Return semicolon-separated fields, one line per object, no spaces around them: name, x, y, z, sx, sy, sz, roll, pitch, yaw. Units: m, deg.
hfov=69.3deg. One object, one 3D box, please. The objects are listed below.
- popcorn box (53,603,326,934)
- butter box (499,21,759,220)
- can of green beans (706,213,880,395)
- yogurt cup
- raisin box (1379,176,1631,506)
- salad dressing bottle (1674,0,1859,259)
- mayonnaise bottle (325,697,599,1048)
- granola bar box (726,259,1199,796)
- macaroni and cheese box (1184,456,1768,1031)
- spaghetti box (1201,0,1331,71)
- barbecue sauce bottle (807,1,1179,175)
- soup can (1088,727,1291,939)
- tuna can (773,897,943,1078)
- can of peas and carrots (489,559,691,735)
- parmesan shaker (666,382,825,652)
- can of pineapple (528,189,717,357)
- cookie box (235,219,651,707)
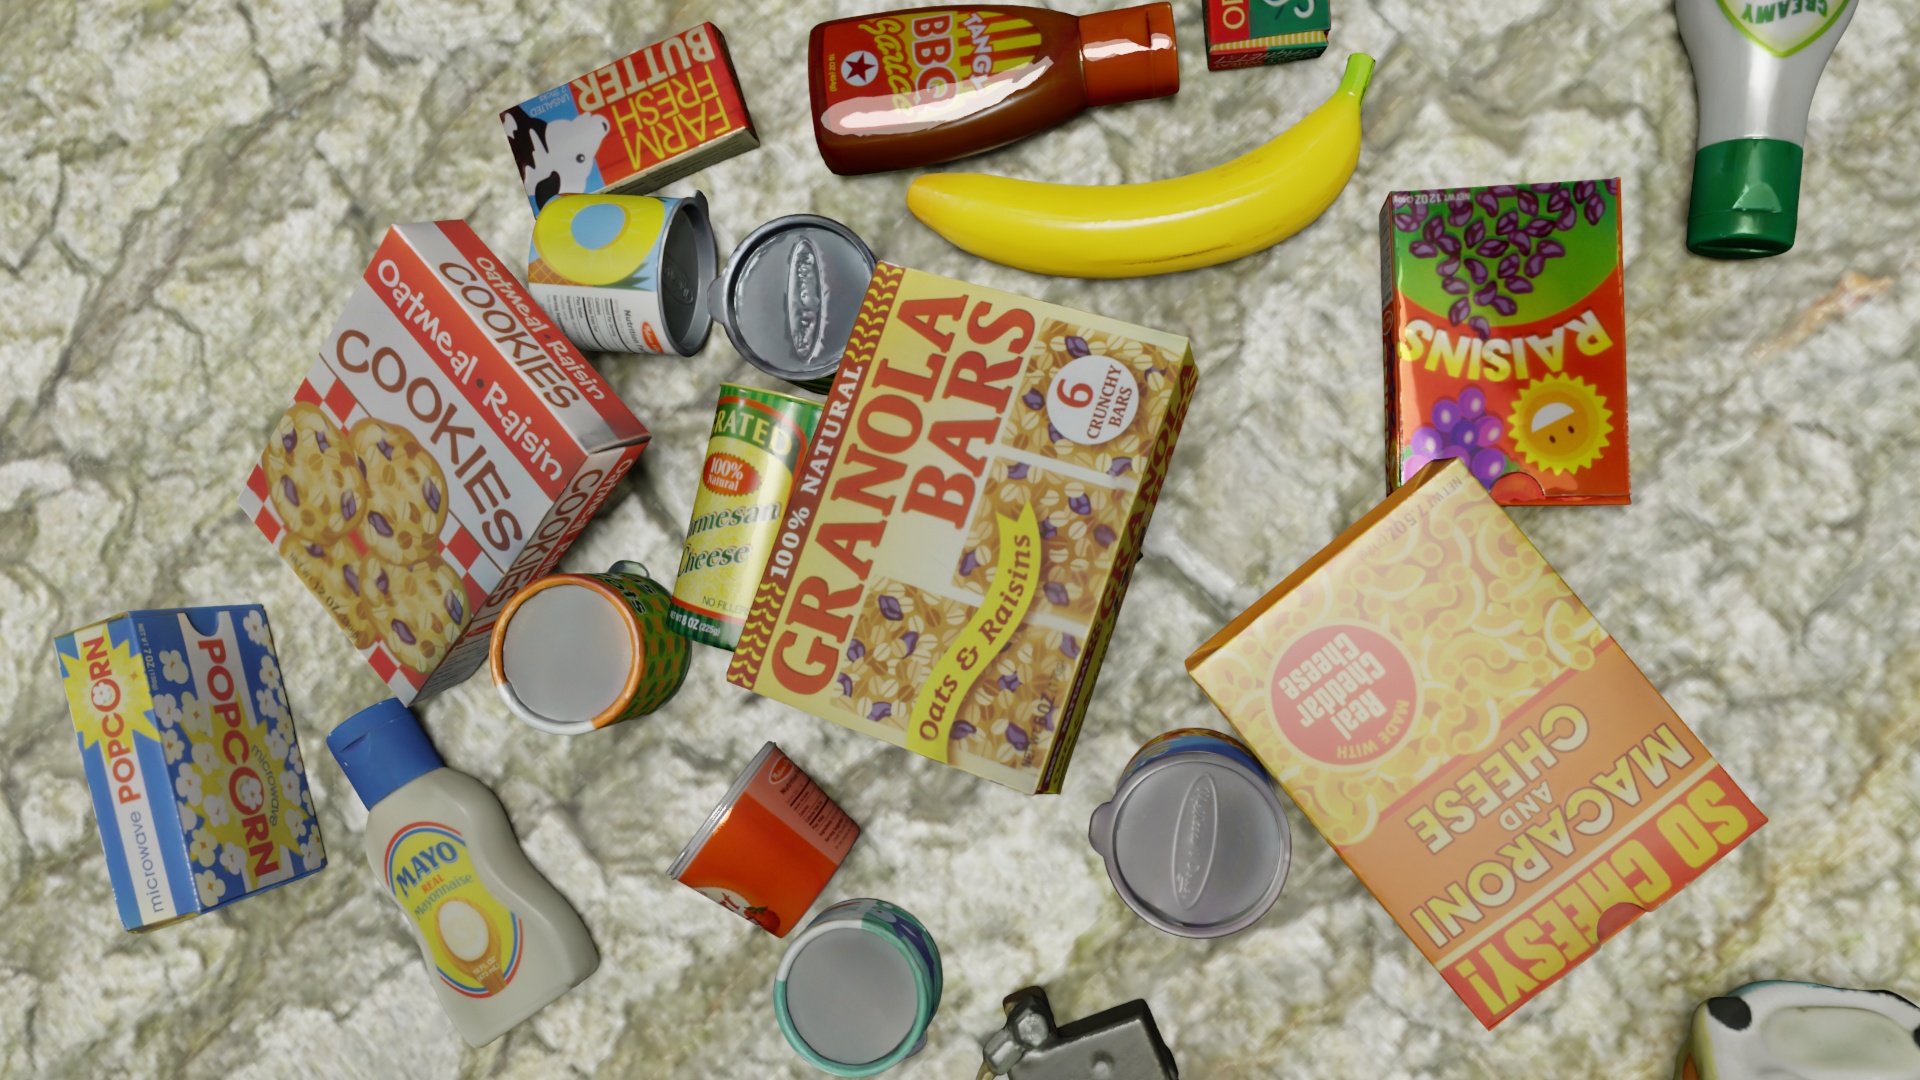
popcorn box;-0.326;0.094;0.594;0.038;0.085;0.126;-16;87;9
butter box;-0.143;-0.180;0.605;0.103;0.024;0.053;-21;86;8
can of green beans;-0.059;-0.095;0.572;0.071;0.058;0.071;0;89;9
yogurt cup;-0.078;0.124;0.567;0.054;0.072;0.072;37;94;0
raisin box;0.210;-0.074;0.541;0.086;0.040;0.123;-1;89;8
salad dressing bottle;0.303;-0.183;0.527;0.064;0.044;0.147;6;90;10
mayonnaise bottle;-0.220;0.139;0.598;0.064;0.041;0.148;-35;84;8
granola bar box;0.002;-0.006;0.503;0.124;0.039;0.165;17;83;19
macaroni and cheese box;0.182;0.072;0.505;0.123;0.040;0.166;-40;87;6
spaghetti box;0.117;-0.318;0.567;0.050;0.028;0.250;-4;88;9
barbecue sauce bottle;0.014;-0.191;0.571;0.148;0.043;0.065;-6;76;8
soup can;0.087;0.108;0.531;0.071;0.084;0.071;0;88;9
tuna can;-0.041;0.187;0.574;0.071;0.033;0.071;0;88;9
can of peas and carrots;-0.153;0.044;0.582;0.071;0.059;0.071;0;89;8
parmesan shaker;-0.075;-0.007;0.567;0.071;0.071;0.103;13;91;9
can of pineapple;-0.139;-0.113;0.582;0.058;0.071;0.071;5;89;9
cookie box;-0.217;-0.030;0.574;0.123;0.040;0.166;48;119;7
